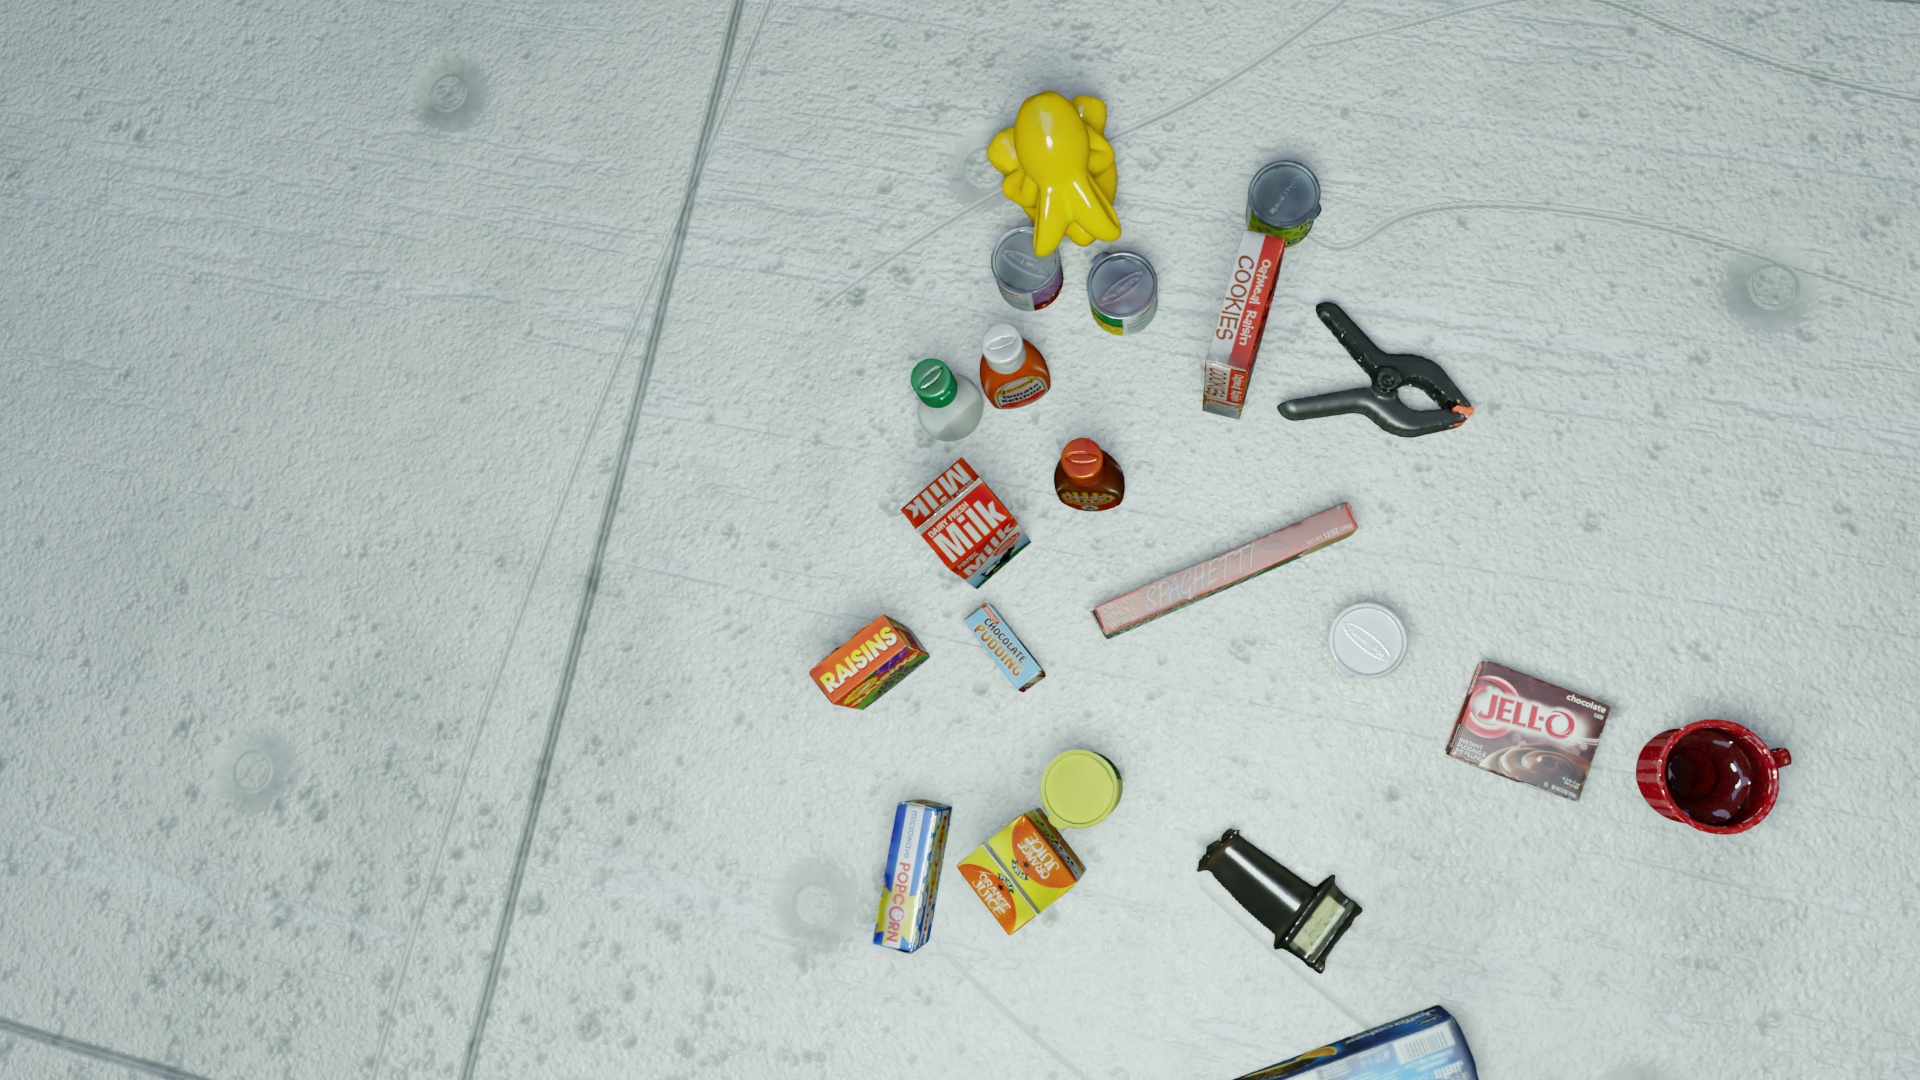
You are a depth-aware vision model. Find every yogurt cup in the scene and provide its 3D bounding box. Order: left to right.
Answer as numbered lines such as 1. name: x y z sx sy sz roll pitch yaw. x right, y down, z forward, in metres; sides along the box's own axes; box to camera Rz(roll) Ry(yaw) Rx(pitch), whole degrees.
1. yogurt cup: 0.359 0.091 1.236 0.072 0.054 0.072 -1 80 8

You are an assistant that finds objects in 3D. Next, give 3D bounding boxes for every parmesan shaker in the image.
1. parmesan shaker: 0.106 0.220 1.226 0.071 0.103 0.071 -1 81 8

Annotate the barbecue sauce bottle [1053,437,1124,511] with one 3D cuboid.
1. barbecue sauce bottle: 0.114 -0.059 1.249 0.065 0.148 0.044 2 81 9

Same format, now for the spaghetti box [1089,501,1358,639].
1. spaghetti box: 0.239 0.029 1.266 0.250 0.050 0.029 -23 78 4

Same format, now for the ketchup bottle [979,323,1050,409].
1. ketchup bottle: 0.046 -0.161 1.277 0.065 0.148 0.043 -20 79 5

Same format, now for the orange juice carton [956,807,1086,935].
1. orange juice carton: 0.053 0.279 1.178 0.073 0.192 0.072 -39 78 1

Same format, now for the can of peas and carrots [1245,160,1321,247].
1. can of peas and carrots: 0.305 -0.315 1.311 0.071 0.058 0.071 -1 81 8

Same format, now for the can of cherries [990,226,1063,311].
1. can of cherries: 0.067 -0.262 1.337 0.071 0.058 0.071 -1 81 8

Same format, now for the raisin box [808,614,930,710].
1. raisin box: -0.080 0.112 1.262 0.086 0.123 0.040 -38 78 1

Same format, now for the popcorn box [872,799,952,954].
1. popcorn box: -0.042 0.298 1.244 0.038 0.085 0.127 9 82 10

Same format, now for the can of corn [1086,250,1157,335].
1. can of corn: 0.153 -0.236 1.320 0.071 0.058 0.071 -1 81 8

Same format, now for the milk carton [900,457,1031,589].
1. milk carton: 0.004 -0.016 1.237 0.072 0.190 0.073 -40 78 1

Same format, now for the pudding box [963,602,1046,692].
1. pudding box: 0.042 0.099 1.284 0.030 0.049 0.084 -38 77 1

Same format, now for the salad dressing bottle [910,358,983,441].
1. salad dressing bottle: -0.015 -0.131 1.281 0.064 0.147 0.044 -41 78 1

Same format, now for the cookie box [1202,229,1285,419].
1. cookie box: 0.252 -0.188 1.241 0.040 0.167 0.123 15 83 11
